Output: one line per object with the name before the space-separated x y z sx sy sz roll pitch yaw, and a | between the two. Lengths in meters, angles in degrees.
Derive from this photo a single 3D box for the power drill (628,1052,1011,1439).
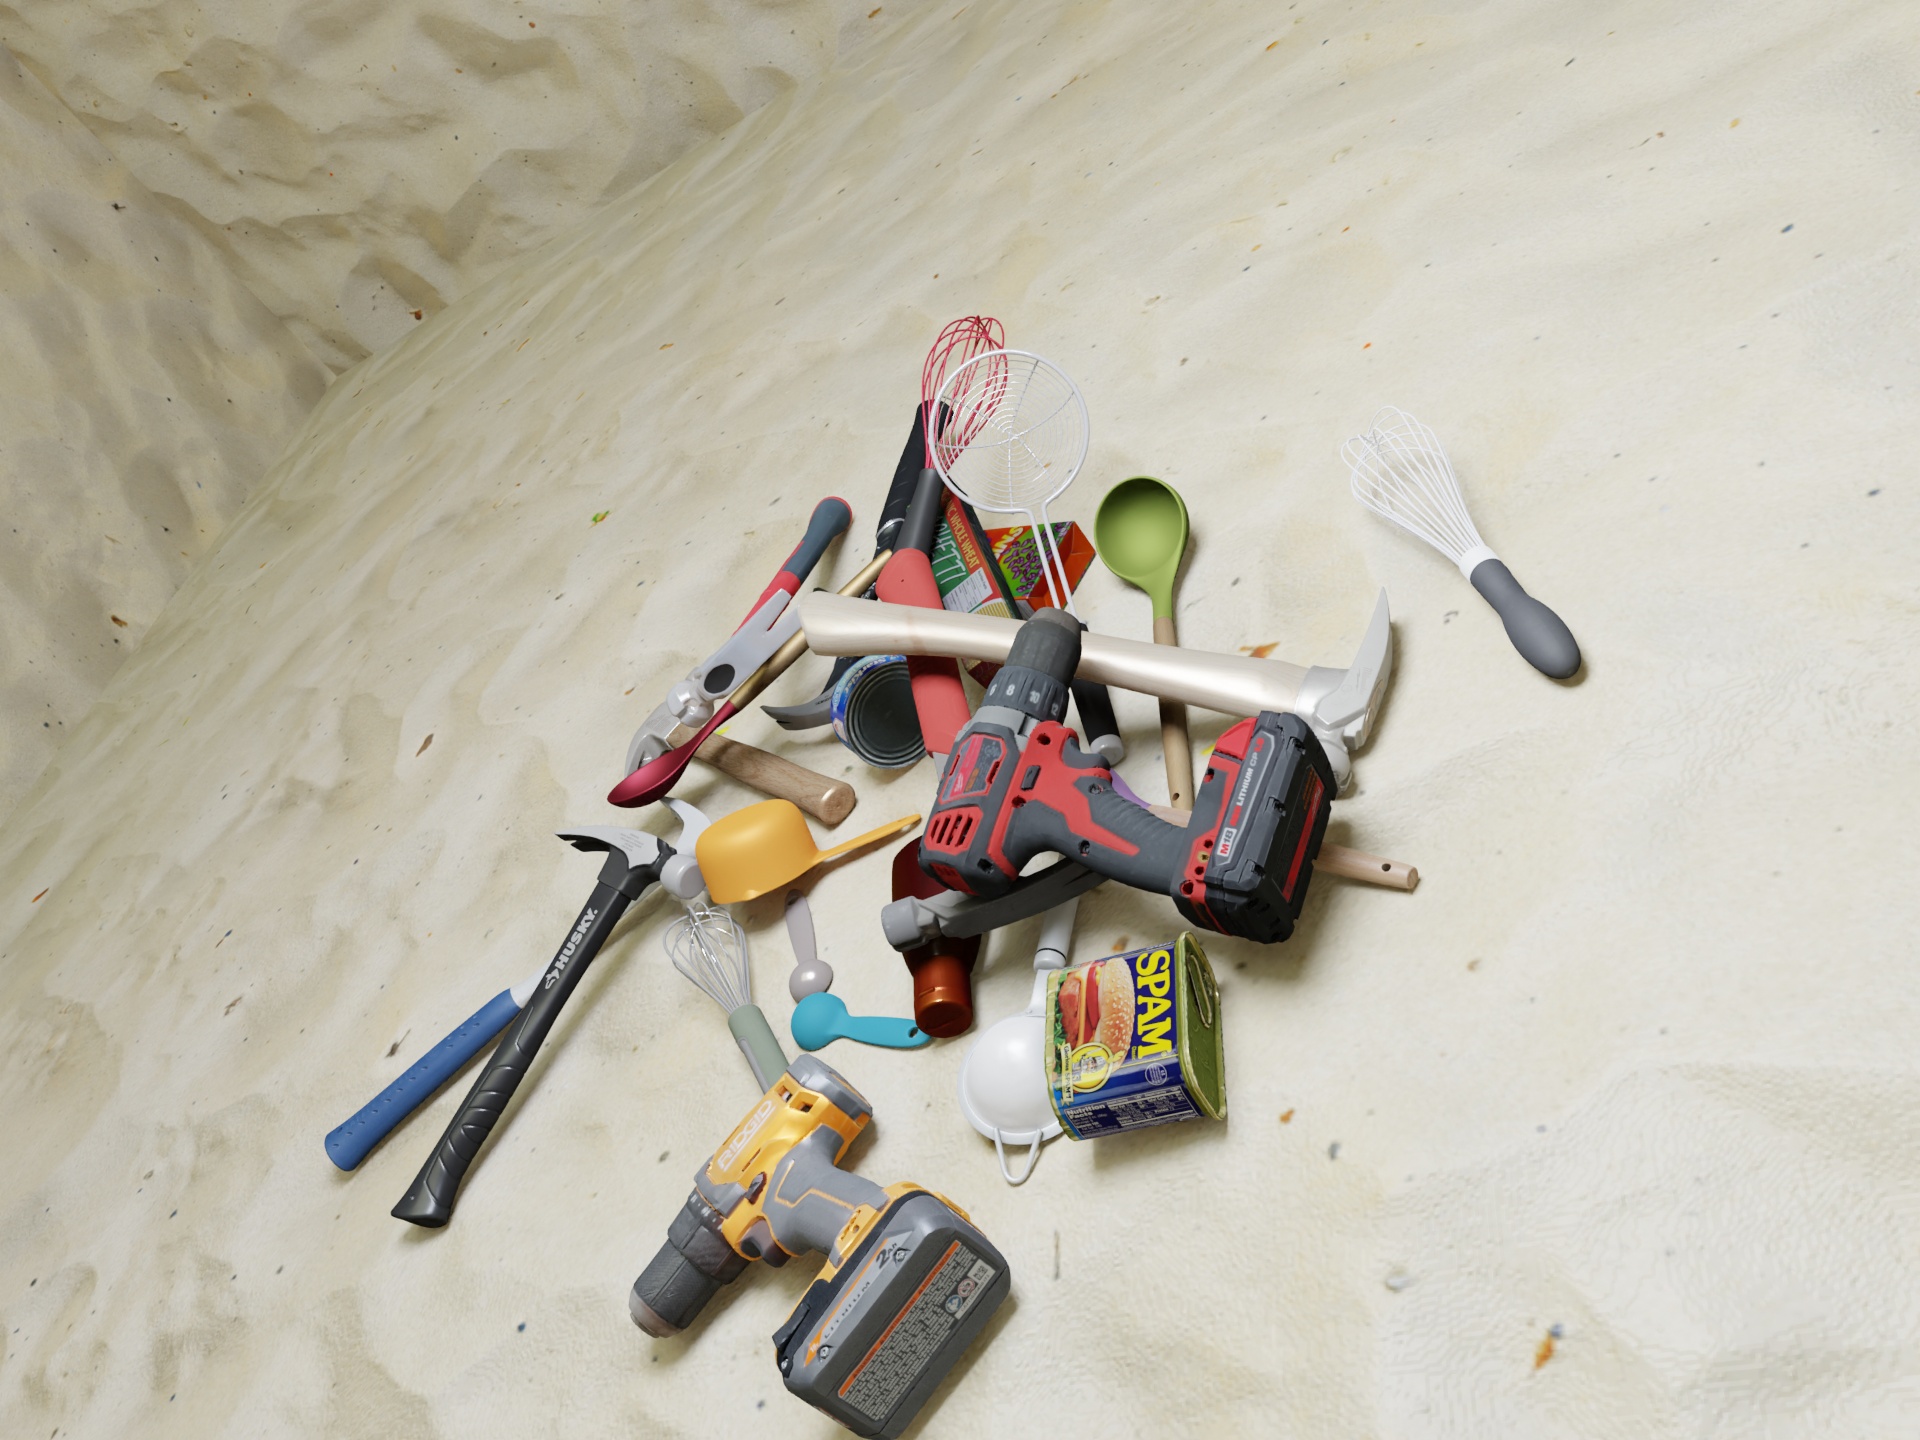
power drill | -0.092 0.304 0.890 0.185 0.084 0.226 -50 30 -10

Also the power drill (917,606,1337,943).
power drill | 0.097 0.026 0.928 0.227 0.080 0.188 9 66 32

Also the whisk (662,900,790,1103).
whisk | -0.153 0.202 1.102 0.059 0.057 0.247 -13 31 -20

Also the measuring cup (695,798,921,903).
measuring cup | -0.116 0.080 1.181 0.173 0.052 0.095 -21 11 13

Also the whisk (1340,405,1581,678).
whisk | 0.312 -0.114 0.996 0.070 0.070 0.285 -33 38 12

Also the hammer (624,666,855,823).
hammer | -0.190 0.035 1.348 0.130 0.031 0.331 -50 34 -15

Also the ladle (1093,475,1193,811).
ladle | 0.135 -0.056 1.106 0.078 0.062 0.320 -35 34 30

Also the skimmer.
skimmer | 0.060 -0.128 1.168 0.127 0.090 0.364 -19 50 7

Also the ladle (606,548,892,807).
ladle | -0.171 -0.032 1.327 0.315 0.031 0.069 -43 21 2

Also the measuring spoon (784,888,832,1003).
measuring spoon | -0.117 0.156 1.142 0.034 0.018 0.124 -36 32 8

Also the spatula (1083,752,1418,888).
spatula | 0.138 0.061 0.975 0.316 0.018 0.060 12 66 46

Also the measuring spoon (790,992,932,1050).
measuring spoon | -0.068 0.197 1.040 0.129 0.021 0.042 -5 47 44

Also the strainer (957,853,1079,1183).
strainer | 0.050 0.152 0.960 0.087 0.050 0.259 -5 42 21

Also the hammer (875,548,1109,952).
hammer | -0.002 -0.004 1.097 0.149 0.036 0.359 -21 43 8

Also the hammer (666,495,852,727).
hammer | -0.142 -0.128 1.383 0.143 0.038 0.386 -41 14 26

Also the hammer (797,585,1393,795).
hammer | 0.075 -0.052 1.056 0.411 0.038 0.146 11 55 27

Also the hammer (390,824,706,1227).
hammer | -0.329 0.230 1.212 0.146 0.035 0.335 19 72 38

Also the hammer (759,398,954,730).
hammer | -0.068 -0.150 1.403 0.149 0.036 0.409 -22 37 35

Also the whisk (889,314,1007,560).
whisk | -0.017 -0.216 1.306 0.073 0.073 0.296 -7 57 41

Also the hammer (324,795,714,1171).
hammer | -0.353 0.216 1.296 0.405 0.035 0.144 -41 33 0
